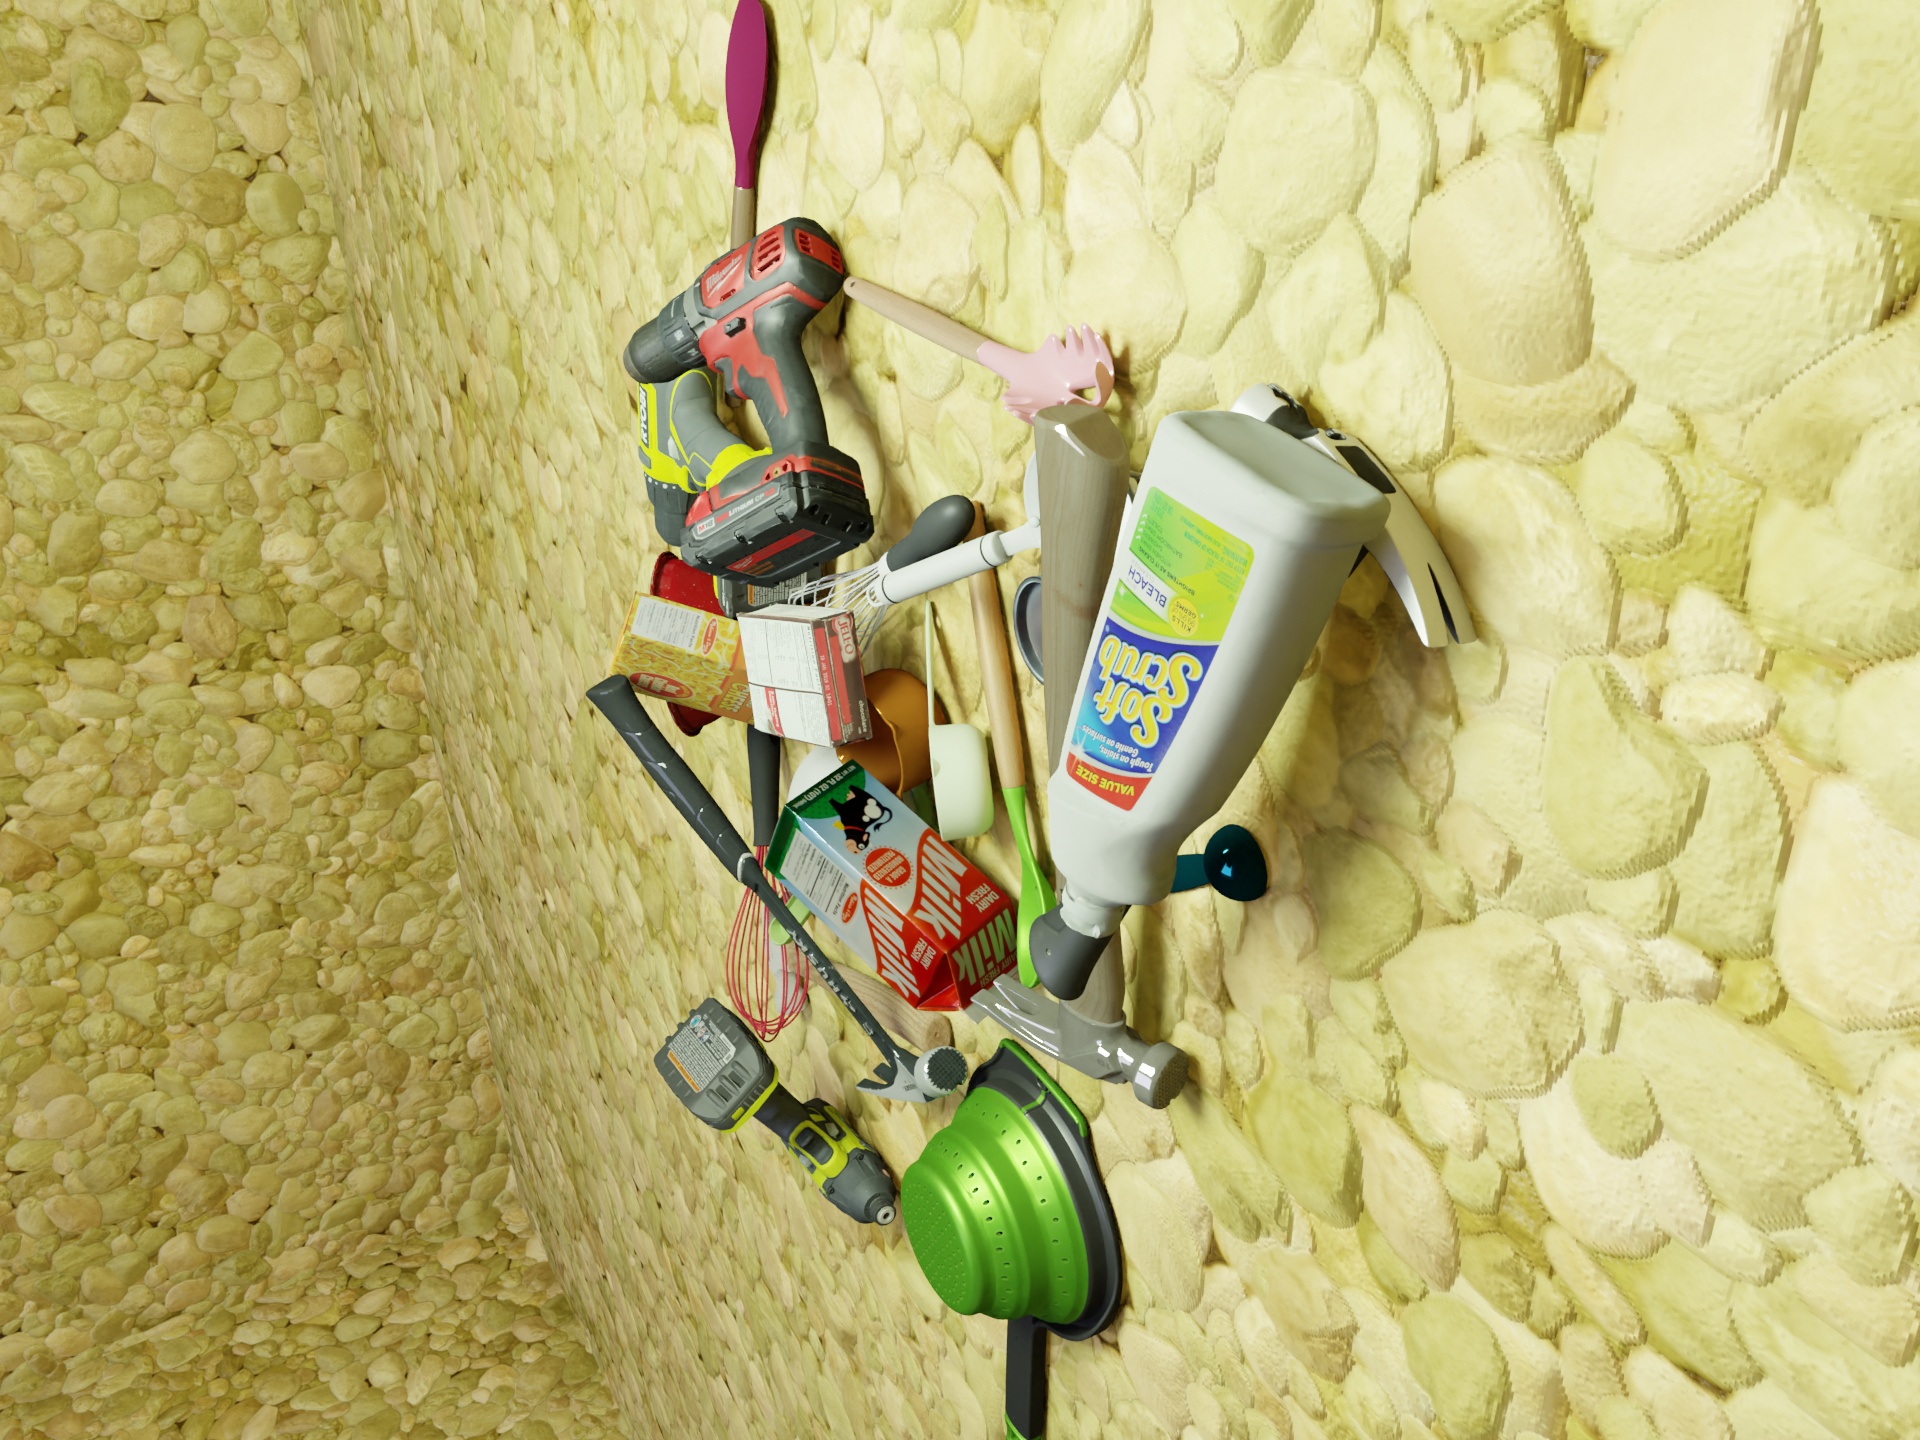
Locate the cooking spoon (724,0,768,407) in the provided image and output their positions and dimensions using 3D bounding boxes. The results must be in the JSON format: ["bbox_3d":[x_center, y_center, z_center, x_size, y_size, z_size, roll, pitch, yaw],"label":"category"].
[{"bbox_3d":[-0.161,-0.373,1.180,0.069,0.017,0.318,55,147,39],"label":"cooking spoon"}]

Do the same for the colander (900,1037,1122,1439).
[{"bbox_3d":[0.020,0.426,1.175,0.205,0.094,0.396,39,137,49],"label":"colander"}]

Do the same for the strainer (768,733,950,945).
[{"bbox_3d":[-0.114,0.107,1.229,0.152,0.069,0.256,58,135,23],"label":"strainer"}]

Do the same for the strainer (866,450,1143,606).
[{"bbox_3d":[0.027,-0.100,0.887,0.258,0.050,0.087,-15,100,48],"label":"strainer"}]

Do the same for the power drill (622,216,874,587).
[{"bbox_3d":[-0.151,-0.208,1.080,0.188,0.080,0.227,-20,70,34],"label":"power drill"}]

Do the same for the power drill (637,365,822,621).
[{"bbox_3d":[-0.191,-0.178,1.249,0.229,0.080,0.190,51,146,40],"label":"power drill"}]

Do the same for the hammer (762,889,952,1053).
[{"bbox_3d":[-0.098,0.225,1.365,0.331,0.031,0.130,11,114,60],"label":"hammer"}]

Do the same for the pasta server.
[{"bbox_3d":[-0.002,-0.226,0.930,0.060,0.040,0.317,-51,39,2],"label":"pasta server"}]

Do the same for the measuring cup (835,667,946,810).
[{"bbox_3d":[-0.028,0.044,1.118,0.173,0.052,0.095,62,149,-1],"label":"measuring cup"}]

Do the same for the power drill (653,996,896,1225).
[{"bbox_3d":[-0.151,0.350,1.390,0.223,0.080,0.171,47,170,-31],"label":"power drill"}]

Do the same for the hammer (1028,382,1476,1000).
[{"bbox_3d":[0.114,0.019,0.762,0.146,0.035,0.334,52,132,32],"label":"hammer"}]

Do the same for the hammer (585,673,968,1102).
[{"bbox_3d":[-0.152,0.130,1.221,0.409,0.036,0.149,52,151,1],"label":"hammer"}]

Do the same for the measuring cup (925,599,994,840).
[{"bbox_3d":[-0.002,-0.003,1.056,0.083,0.038,0.168,80,-175,-72],"label":"measuring cup"}]

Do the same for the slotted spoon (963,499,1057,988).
[{"bbox_3d":[0.031,0.017,1.010,0.070,0.031,0.313,-150,50,-78],"label":"slotted spoon"}]

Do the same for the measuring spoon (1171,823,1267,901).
[{"bbox_3d":[0.123,0.085,0.874,0.128,0.021,0.042,-24,82,63],"label":"measuring spoon"}]

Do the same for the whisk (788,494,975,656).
[{"bbox_3d":[-0.055,-0.093,1.067,0.284,0.070,0.070,-30,77,63],"label":"whisk"}]

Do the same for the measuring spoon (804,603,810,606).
[{"bbox_3d":[-0.122,-0.127,1.248,0.021,0.011,0.116,45,145,41],"label":"measuring spoon"}]

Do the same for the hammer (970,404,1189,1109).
[{"bbox_3d":[0.058,0.026,0.876,0.146,0.038,0.410,21,128,38],"label":"hammer"}]

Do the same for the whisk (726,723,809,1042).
[{"bbox_3d":[-0.167,0.127,1.370,0.073,0.073,0.296,162,107,-63],"label":"whisk"}]
